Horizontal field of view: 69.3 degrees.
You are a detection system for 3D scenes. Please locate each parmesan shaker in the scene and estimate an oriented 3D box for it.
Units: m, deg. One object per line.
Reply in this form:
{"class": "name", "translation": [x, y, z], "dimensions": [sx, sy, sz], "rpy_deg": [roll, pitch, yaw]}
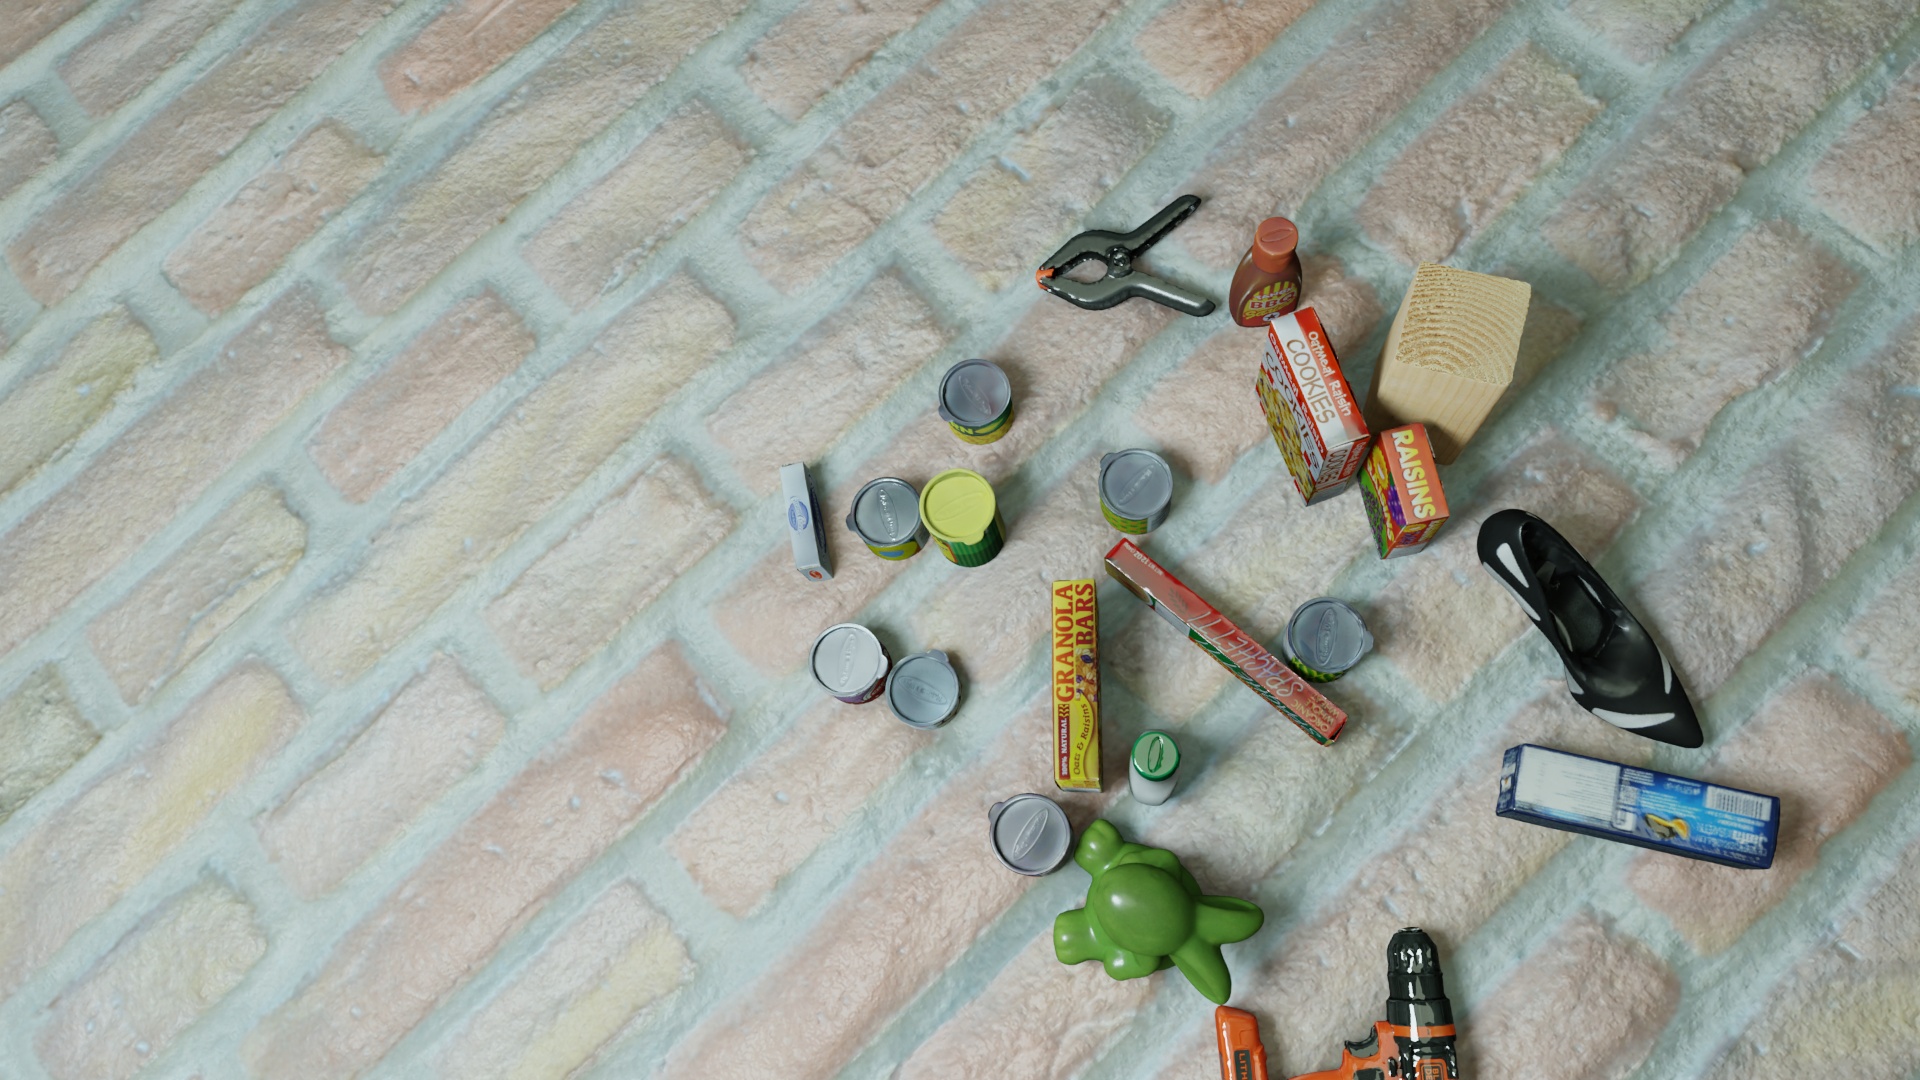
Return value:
{"class": "parmesan shaker", "translation": [0.004, -0.016, 1.242], "dimensions": [0.071, 0.103, 0.071], "rpy_deg": [-2, 75, 7]}

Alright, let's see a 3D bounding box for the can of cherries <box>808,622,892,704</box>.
{"class": "can of cherries", "translation": [-0.095, 0.112, 1.242], "dimensions": [0.071, 0.058, 0.071], "rpy_deg": [-2, 75, 7]}

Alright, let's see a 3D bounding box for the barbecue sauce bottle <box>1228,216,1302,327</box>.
{"class": "barbecue sauce bottle", "translation": [0.277, -0.241, 1.248], "dimensions": [0.065, 0.148, 0.044], "rpy_deg": [-15, 74, 3]}

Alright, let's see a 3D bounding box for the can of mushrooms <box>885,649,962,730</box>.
{"class": "can of mushrooms", "translation": [-0.031, 0.133, 1.242], "dimensions": [0.071, 0.033, 0.071], "rpy_deg": [-2, 74, 7]}

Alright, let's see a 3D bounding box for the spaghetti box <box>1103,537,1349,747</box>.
{"class": "spaghetti box", "translation": [0.230, 0.089, 1.213], "dimensions": [0.250, 0.050, 0.029], "rpy_deg": [40, 83, 15]}

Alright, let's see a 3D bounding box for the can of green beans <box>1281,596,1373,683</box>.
{"class": "can of green beans", "translation": [0.313, 0.087, 1.200], "dimensions": [0.071, 0.057, 0.071], "rpy_deg": [-2, 75, 7]}

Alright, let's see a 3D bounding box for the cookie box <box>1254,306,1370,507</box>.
{"class": "cookie box", "translation": [0.301, -0.112, 1.199], "dimensions": [0.040, 0.167, 0.123], "rpy_deg": [-20, 73, 2]}

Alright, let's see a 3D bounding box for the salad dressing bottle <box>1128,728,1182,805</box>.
{"class": "salad dressing bottle", "translation": [0.160, 0.184, 1.145], "dimensions": [0.044, 0.147, 0.064], "rpy_deg": [11, 77, 10]}

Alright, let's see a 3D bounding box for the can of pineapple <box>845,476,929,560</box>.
{"class": "can of pineapple", "translation": [-0.065, -0.019, 1.275], "dimensions": [0.071, 0.057, 0.071], "rpy_deg": [-2, 75, 7]}

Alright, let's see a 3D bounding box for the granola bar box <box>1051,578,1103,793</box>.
{"class": "granola bar box", "translation": [0.099, 0.127, 1.180], "dimensions": [0.039, 0.124, 0.166], "rpy_deg": [-2, 75, 7]}

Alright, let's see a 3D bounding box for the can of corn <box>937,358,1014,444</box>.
{"class": "can of corn", "translation": [0.014, -0.127, 1.295], "dimensions": [0.071, 0.058, 0.071], "rpy_deg": [-2, 75, 7]}

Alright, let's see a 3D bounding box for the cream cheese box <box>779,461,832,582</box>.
{"class": "cream cheese box", "translation": [-0.143, -0.016, 1.287], "dimensions": [0.024, 0.053, 0.104], "rpy_deg": [-13, 74, 4]}

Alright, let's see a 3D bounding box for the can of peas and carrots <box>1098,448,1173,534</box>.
{"class": "can of peas and carrots", "translation": [0.156, -0.045, 1.255], "dimensions": [0.071, 0.058, 0.071], "rpy_deg": [-2, 75, 7]}

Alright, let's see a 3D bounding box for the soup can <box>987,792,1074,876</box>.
{"class": "soup can", "translation": [0.060, 0.248, 1.172], "dimensions": [0.071, 0.083, 0.071], "rpy_deg": [-2, 75, 7]}

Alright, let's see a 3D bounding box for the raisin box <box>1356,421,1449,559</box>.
{"class": "raisin box", "translation": [0.379, -0.040, 1.193], "dimensions": [0.040, 0.123, 0.086], "rpy_deg": [-12, 74, 4]}
